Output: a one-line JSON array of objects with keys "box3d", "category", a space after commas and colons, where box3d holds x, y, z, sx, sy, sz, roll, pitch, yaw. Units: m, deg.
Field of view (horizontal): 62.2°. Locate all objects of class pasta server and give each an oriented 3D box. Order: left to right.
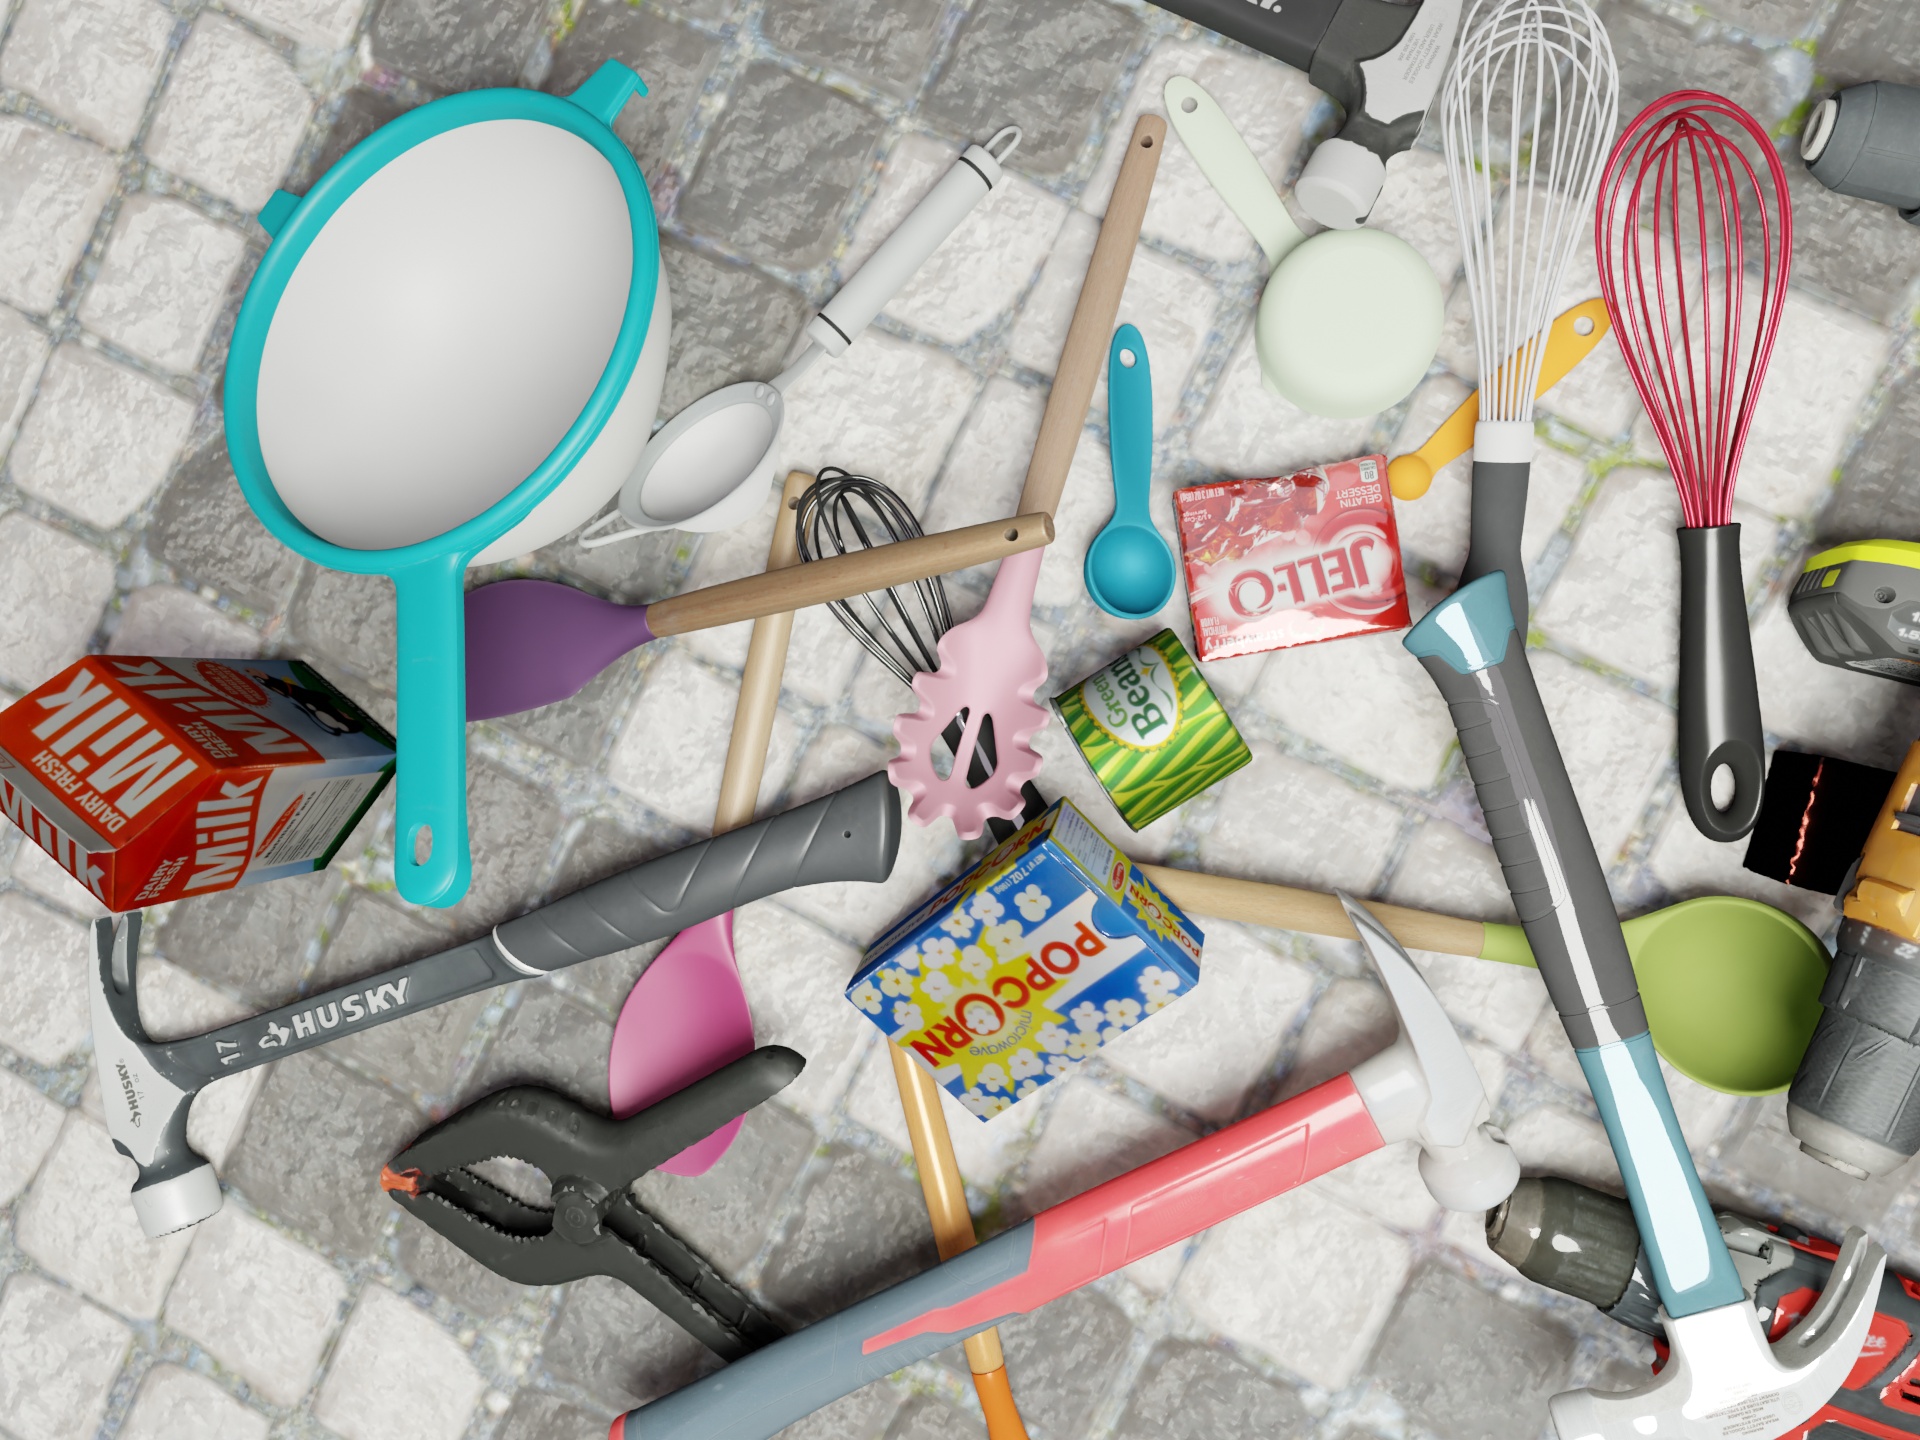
[{"box3d": [0.037, -0.105, 0.651, 0.060, 0.040, 0.316, 17, 84, 0], "category": "pasta server"}]

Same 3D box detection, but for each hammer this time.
[{"box3d": [-0.213, 0.103, 0.707, 0.409, 0.036, 0.149, -20, 87, 11], "category": "hammer"}, {"box3d": [0.021, 0.208, 0.640, 0.386, 0.038, 0.143, -27, 109, 7], "category": "hammer"}, {"box3d": [0.047, -0.332, 0.660, 0.335, 0.035, 0.146, 27, 82, 10], "category": "hammer"}, {"box3d": [0.237, 0.106, 0.594, 0.128, 0.033, 0.331, -19, 86, 11], "category": "hammer"}]

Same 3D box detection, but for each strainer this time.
[{"box3d": [-0.191, -0.087, 0.651, 0.211, 0.095, 0.341, -12, 72, 20], "category": "strainer"}, {"box3d": [-0.061, -0.158, 0.686, 0.258, 0.050, 0.087, -47, 41, 2], "category": "strainer"}]

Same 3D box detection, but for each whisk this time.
[{"box3d": [-0.001, -0.002, 0.679, 0.055, 0.055, 0.239, -30, 91, 8], "category": "whisk"}, {"box3d": [0.218, -0.143, 0.628, 0.070, 0.070, 0.284, 1, 103, 8], "category": "whisk"}, {"box3d": [0.294, -0.096, 0.630, 0.073, 0.073, 0.296, -6, 97, 8], "category": "whisk"}]

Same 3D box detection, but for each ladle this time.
[{"box3d": [0.183, 0.087, 0.636, 0.320, 0.062, 0.078, 9, 102, 4], "category": "ladle"}]

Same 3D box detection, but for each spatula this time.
[{"box3d": [-0.108, -0.049, 0.671, 0.316, 0.018, 0.060, -10, 90, 24], "category": "spatula"}, {"box3d": [0.005, 0.259, 0.687, 0.081, 0.041, 0.322, -15, 88, 7], "category": "spatula"}]

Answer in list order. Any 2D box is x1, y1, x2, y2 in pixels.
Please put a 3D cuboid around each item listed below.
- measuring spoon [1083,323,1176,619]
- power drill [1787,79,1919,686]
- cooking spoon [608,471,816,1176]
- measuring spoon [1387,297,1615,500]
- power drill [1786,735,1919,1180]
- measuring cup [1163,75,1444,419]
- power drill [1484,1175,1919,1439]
[{"box3d": [0.069, -0.105, 0.681, 0.042, 0.021, 0.129, 3, 82, -22], "category": "measuring spoon"}, {"box3d": [0.401, -0.127, 0.602, 0.190, 0.080, 0.228, 14, 91, 7], "category": "power drill"}, {"box3d": [-0.101, 0.047, 0.708, 0.069, 0.017, 0.319, 13, 94, 11], "category": "cooking spoon"}, {"box3d": [0.224, -0.134, 0.658, 0.117, 0.011, 0.021, -41, 86, 7], "category": "measuring spoon"}, {"box3d": [0.404, 0.097, 0.563, 0.226, 0.084, 0.185, 23, 92, -17], "category": "power drill"}, {"box3d": [0.135, -0.202, 0.655, 0.083, 0.038, 0.167, -35, 89, 8], "category": "measuring cup"}, {"box3d": [0.279, 0.303, 0.632, 0.188, 0.080, 0.227, 18, 91, 7], "category": "power drill"}]
